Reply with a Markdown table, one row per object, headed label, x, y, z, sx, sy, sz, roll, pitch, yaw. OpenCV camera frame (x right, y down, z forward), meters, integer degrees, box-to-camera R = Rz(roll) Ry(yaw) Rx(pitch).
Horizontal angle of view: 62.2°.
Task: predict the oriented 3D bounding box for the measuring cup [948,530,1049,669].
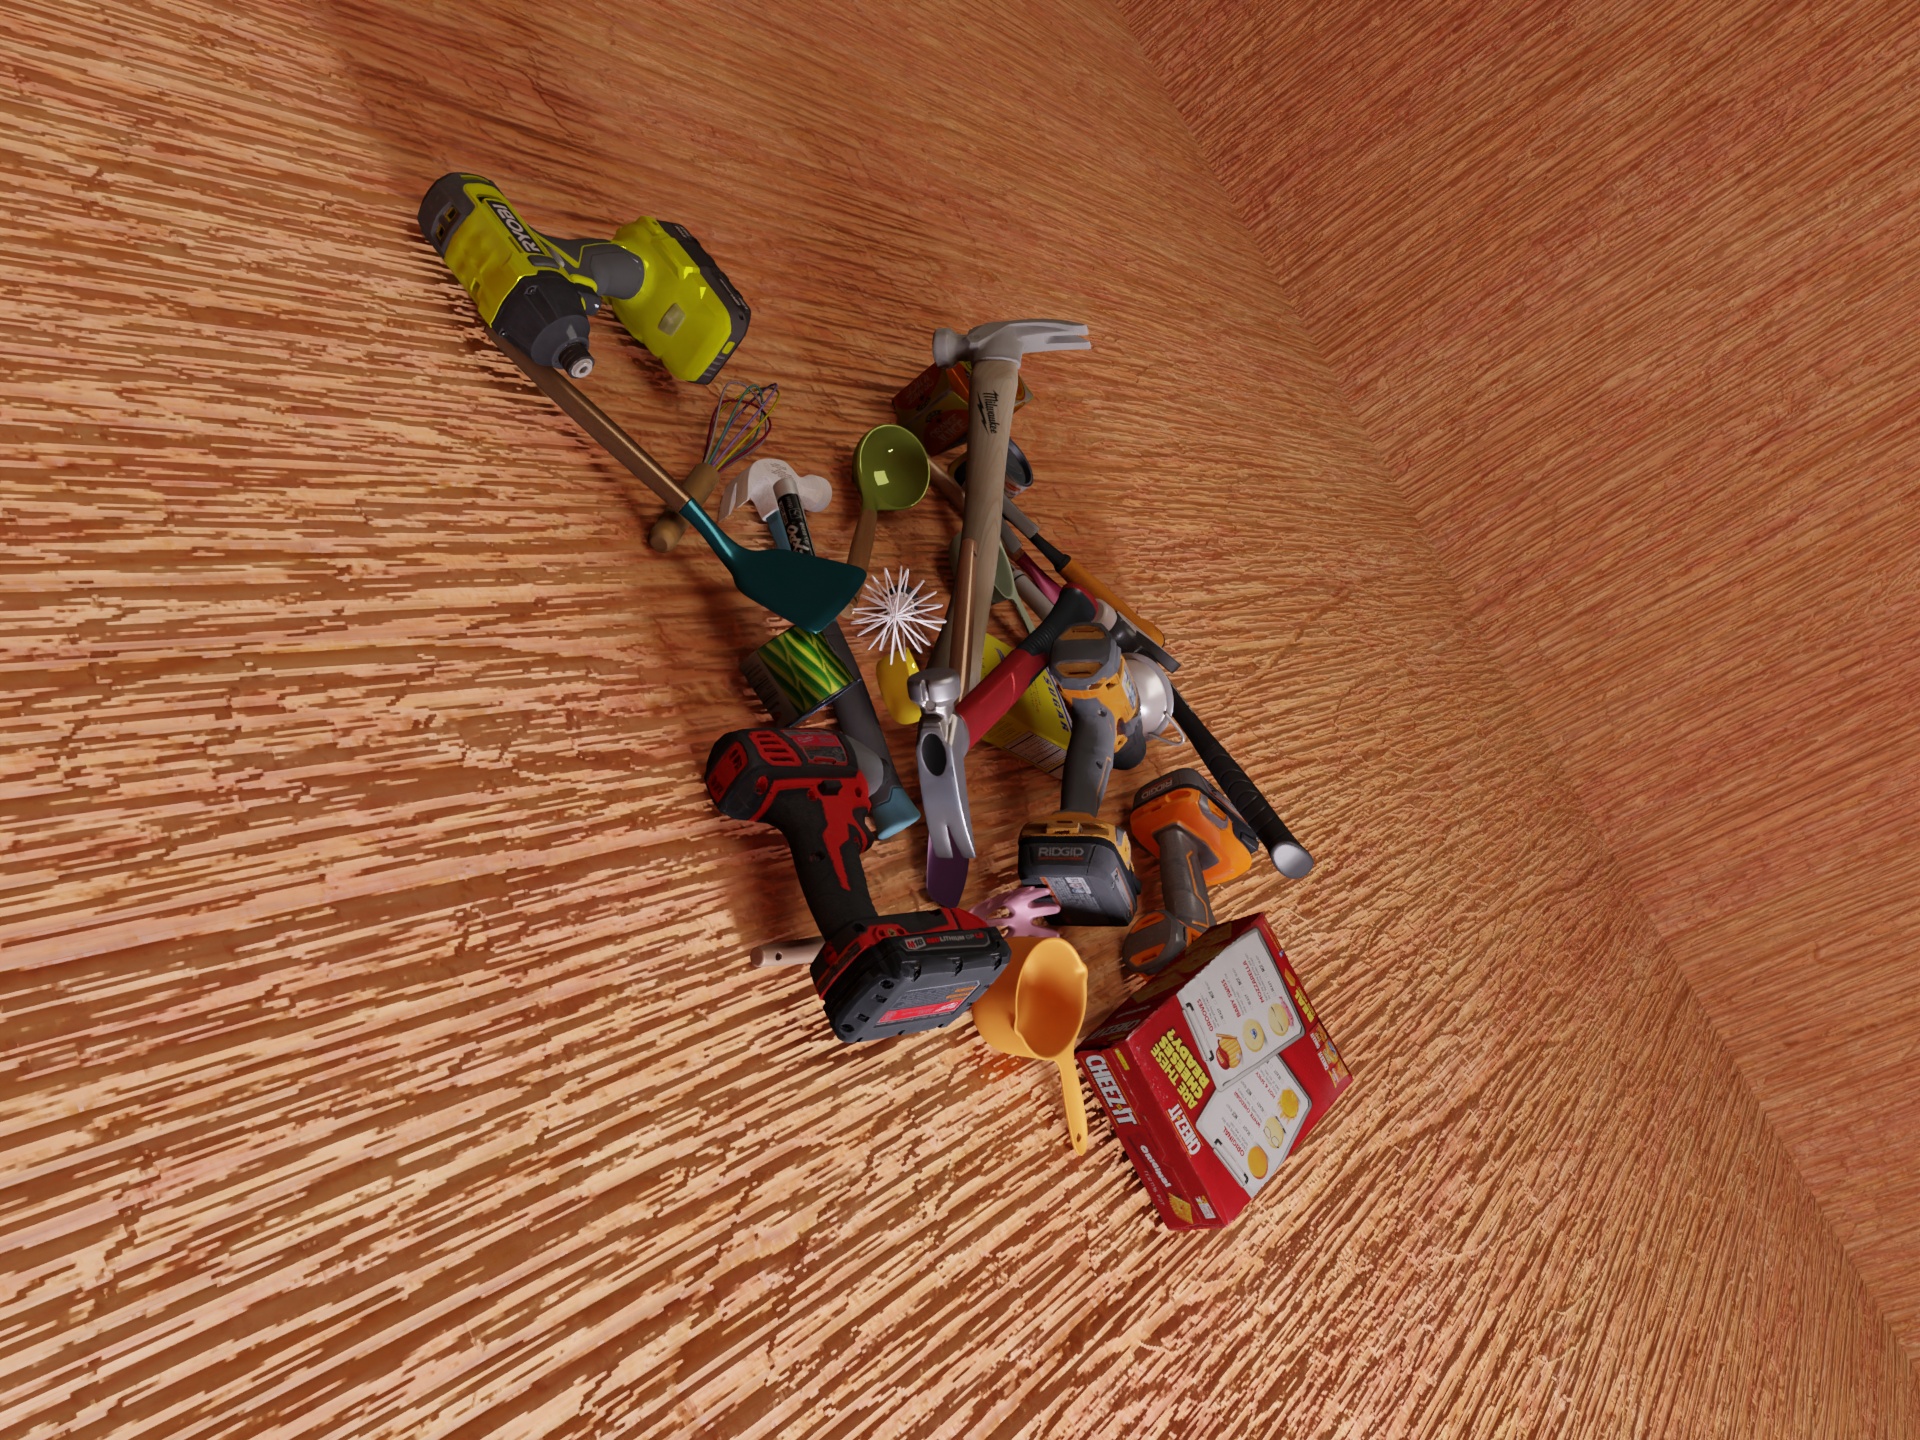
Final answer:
| label | x | y | z | sx | sy | sz | roll | pitch | yaw |
| --- | --- | --- | --- | --- | --- | --- | --- | --- | --- |
| measuring cup | 0.037 | -0.108 | 1.497 | 0.167 | 0.038 | 0.083 | 61 | 22 | -28 |

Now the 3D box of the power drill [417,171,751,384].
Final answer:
| label | x | y | z | sx | sy | sz | roll | pitch | yaw |
| --- | --- | --- | --- | --- | --- | --- | --- | --- | --- |
| power drill | -0.264 | -0.311 | 1.166 | 0.171 | 0.080 | 0.223 | 51 | 29 | 14 |

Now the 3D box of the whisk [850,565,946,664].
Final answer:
| label | x | y | z | sx | sy | sz | roll | pitch | yaw |
| --- | --- | --- | --- | --- | --- | --- | --- | --- | --- |
| whisk | -0.048 | -0.085 | 1.231 | 0.070 | 0.070 | 0.284 | 54 | 3 | -6 |

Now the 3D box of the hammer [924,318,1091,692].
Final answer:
| label | x | y | z | sx | sy | sz | roll | pitch | yaw |
| --- | --- | --- | --- | --- | --- | --- | --- | --- | --- |
| hammer | 0.028 | -0.186 | 1.391 | 0.038 | 0.146 | 0.411 | 65 | 28 | -58 |

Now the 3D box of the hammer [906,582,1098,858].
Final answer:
| label | x | y | z | sx | sy | sz | roll | pitch | yaw |
| --- | --- | --- | --- | --- | --- | --- | --- | --- | --- |
| hammer | 0.048 | -0.024 | 1.306 | 0.386 | 0.038 | 0.143 | -44 | 130 | -62 |

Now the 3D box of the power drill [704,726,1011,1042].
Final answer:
| label | x | y | z | sx | sy | sz | roll | pitch | yaw |
| --- | --- | --- | --- | --- | --- | --- | --- | --- | --- |
| power drill | -0.067 | 0.096 | 1.052 | 0.143 | 0.078 | 0.220 | 2 | 47 | -47 |

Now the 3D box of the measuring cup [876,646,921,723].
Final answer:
| label | x | y | z | sx | sy | sz | roll | pitch | yaw |
| --- | --- | --- | --- | --- | --- | --- | --- | --- | --- |
| measuring cup | -0.035 | -0.007 | 1.256 | 0.156 | 0.029 | 0.062 | 61 | 12 | -66 |

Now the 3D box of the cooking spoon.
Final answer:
| label | x | y | z | sx | sy | sz | roll | pitch | yaw |
| --- | --- | --- | --- | --- | --- | --- | --- | --- | --- |
| cooking spoon | 0.040 | -0.179 | 1.569 | 0.318 | 0.017 | 0.069 | 42 | 12 | -21 |

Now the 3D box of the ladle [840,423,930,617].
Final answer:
| label | x | y | z | sx | sy | sz | roll | pitch | yaw |
| --- | --- | --- | --- | --- | --- | --- | --- | --- | --- |
| ladle | -0.068 | -0.164 | 1.310 | 0.078 | 0.062 | 0.320 | 51 | 19 | -22 |

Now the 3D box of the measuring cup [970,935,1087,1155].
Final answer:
| label | x | y | z | sx | sy | sz | roll | pitch | yaw |
| --- | --- | --- | --- | --- | --- | --- | --- | --- | --- |
| measuring cup | 0.056 | 0.240 | 1.170 | 0.095 | 0.052 | 0.173 | -30 | 113 | -47 |

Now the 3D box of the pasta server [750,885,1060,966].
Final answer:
| label | x | y | z | sx | sy | sz | roll | pitch | yaw |
| --- | --- | --- | --- | --- | --- | --- | --- | --- | --- |
| pasta server | -0.030 | 0.153 | 1.126 | 0.316 | 0.040 | 0.060 | 3 | 88 | -54 |

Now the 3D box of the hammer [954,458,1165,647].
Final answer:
| label | x | y | z | sx | sy | sz | roll | pitch | yaw |
| --- | --- | --- | --- | --- | --- | --- | --- | --- | --- |
| hammer | 0.119 | -0.143 | 1.597 | 0.336 | 0.034 | 0.127 | 35 | 16 | -47 |

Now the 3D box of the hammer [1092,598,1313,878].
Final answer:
| label | x | y | z | sx | sy | sz | roll | pitch | yaw |
| --- | --- | --- | --- | --- | --- | --- | --- | --- | --- |
| hammer | 0.233 | 0.020 | 1.512 | 0.146 | 0.035 | 0.335 | 31 | 21 | -49 |

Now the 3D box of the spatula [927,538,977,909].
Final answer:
| label | x | y | z | sx | sy | sz | roll | pitch | yaw |
| --- | --- | --- | --- | --- | --- | --- | --- | --- | --- |
| spatula | -0.002 | -0.004 | 1.263 | 0.059 | 0.018 | 0.316 | 36 | 51 | -51 |

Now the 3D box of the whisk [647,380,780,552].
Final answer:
| label | x | y | z | sx | sy | sz | roll | pitch | yaw |
| --- | --- | --- | --- | --- | --- | --- | --- | --- | --- |
| whisk | -0.192 | -0.199 | 1.230 | 0.047 | 0.051 | 0.245 | 17 | 40 | 1 |

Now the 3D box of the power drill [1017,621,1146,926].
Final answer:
| label | x | y | z | sx | sy | sz | roll | pitch | yaw |
| --- | --- | --- | --- | --- | --- | --- | --- | --- | --- |
| power drill | 0.113 | 0.057 | 1.326 | 0.185 | 0.084 | 0.226 | 59 | 34 | -55 |

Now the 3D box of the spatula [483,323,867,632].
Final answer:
| label | x | y | z | sx | sy | sz | roll | pitch | yaw |
| --- | --- | --- | --- | --- | --- | --- | --- | --- | --- |
| spatula | -0.209 | -0.178 | 1.129 | 0.317 | 0.044 | 0.082 | 42 | 47 | -7 |

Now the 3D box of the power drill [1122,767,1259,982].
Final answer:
| label | x | y | z | sx | sy | sz | roll | pitch | yaw |
| --- | --- | --- | --- | --- | --- | --- | --- | --- | --- |
| power drill | 0.221 | 0.173 | 1.450 | 0.164 | 0.084 | 0.227 | 40 | 37 | -28 |

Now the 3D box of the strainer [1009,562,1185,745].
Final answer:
| label | x | y | z | sx | sy | sz | roll | pitch | yaw |
| --- | --- | --- | --- | --- | --- | --- | --- | --- | --- |
| strainer | 0.114 | -0.065 | 1.503 | 0.050 | 0.086 | 0.259 | -5 | 46 | -49 |

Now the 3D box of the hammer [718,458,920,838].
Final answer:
| label | x | y | z | sx | sy | sz | roll | pitch | yaw |
| --- | --- | --- | --- | --- | --- | --- | --- | --- | --- |
| hammer | -0.101 | -0.061 | 1.233 | 0.128 | 0.033 | 0.331 | 8 | 56 | -55 |
